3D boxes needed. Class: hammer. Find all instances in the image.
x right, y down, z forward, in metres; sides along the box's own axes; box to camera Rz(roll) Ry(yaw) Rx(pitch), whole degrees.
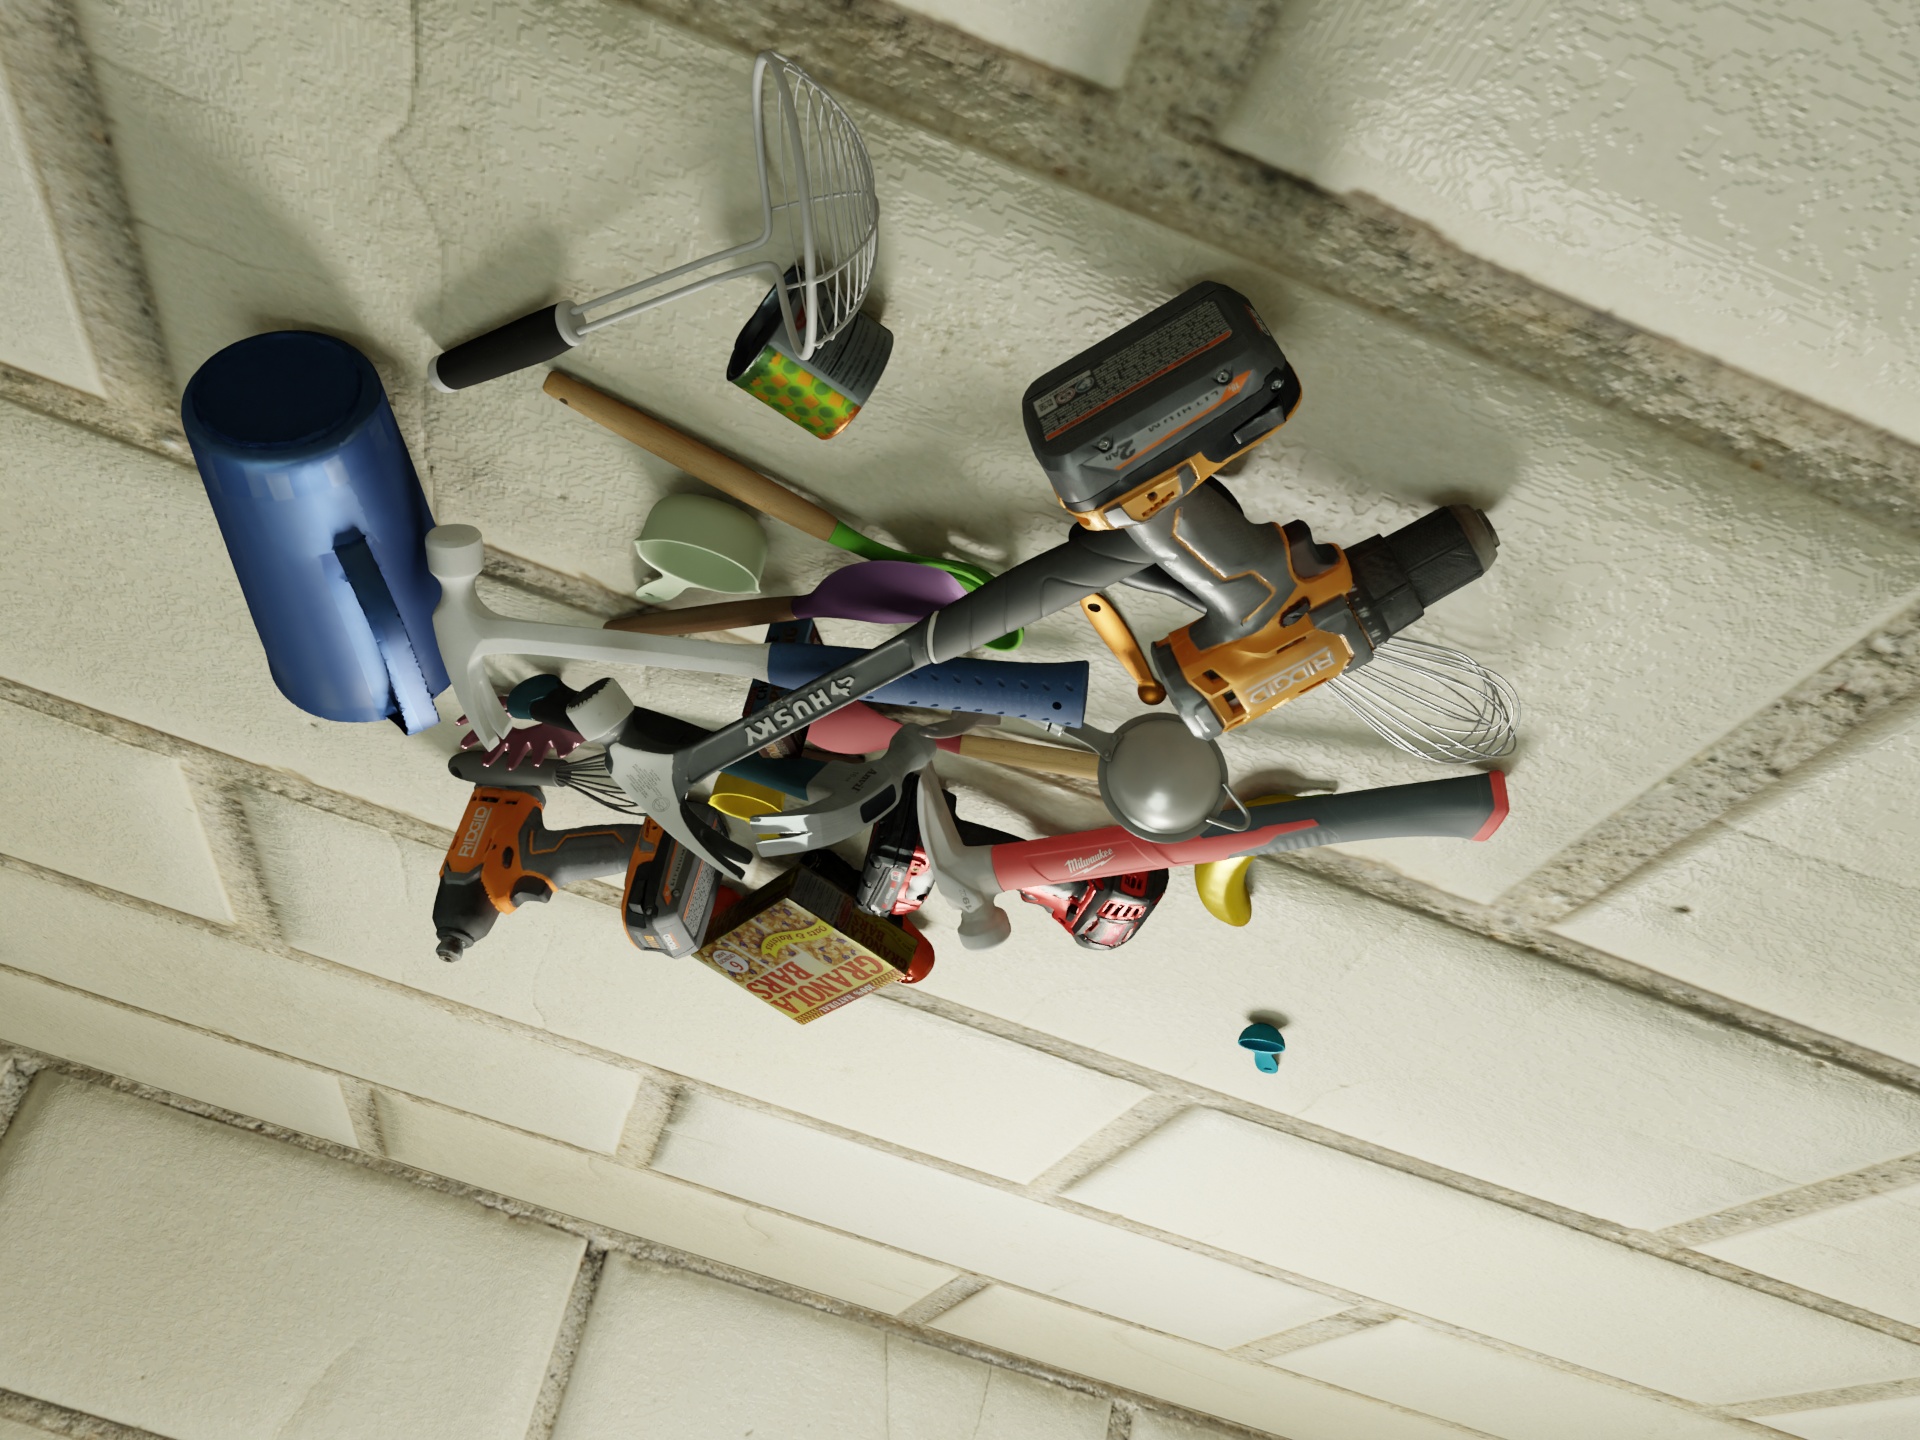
[{"bbox_3d":[0.161,0.065,1.060,0.386,0.038,0.143,-11,112,20],"label":"hammer"},{"bbox_3d":[-0.028,-0.034,0.909,0.409,0.036,0.149,-25,111,21],"label":"hammer"},{"bbox_3d":[-0.186,0.016,1.103,0.331,0.128,0.033,14,132,31],"label":"hammer"},{"bbox_3d":[-0.126,-0.031,0.969,0.405,0.035,0.144,6,119,8],"label":"hammer"}]

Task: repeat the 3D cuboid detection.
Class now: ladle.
[{"bbox_3d":[0.026,0.021,1.110,0.315,0.031,0.069,10,146,6],"label":"ladle"}]

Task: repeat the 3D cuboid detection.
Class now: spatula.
[{"bbox_3d":[-0.122,-0.071,1.006,0.316,0.018,0.059,-3,144,39],"label":"spatula"}]

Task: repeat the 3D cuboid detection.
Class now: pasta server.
[{"bbox_3d":[-0.228,0.020,1.206,0.316,0.040,0.060,7,128,10],"label":"pasta server"}]

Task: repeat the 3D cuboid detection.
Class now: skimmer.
[{"bbox_3d":[-0.174,-0.210,0.770,0.363,0.127,0.090,-6,-175,39],"label":"skimmer"}]

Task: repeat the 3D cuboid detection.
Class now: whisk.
[{"bbox_3d":[0.190,-0.047,0.901,0.284,0.070,0.070,24,148,-5],"label":"whisk"},{"bbox_3d":[-0.321,0.045,1.282,0.239,0.055,0.055,3,147,27],"label":"whisk"}]

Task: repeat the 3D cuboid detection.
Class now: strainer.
[{"bbox_3d":[0.070,0.004,1.017,0.258,0.087,0.050,26,162,8],"label":"strainer"}]

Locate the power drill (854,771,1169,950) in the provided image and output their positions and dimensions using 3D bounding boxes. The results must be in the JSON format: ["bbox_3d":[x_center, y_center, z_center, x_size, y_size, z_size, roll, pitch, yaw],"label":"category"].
[{"bbox_3d":[0.037,0.120,1.217,0.219,0.079,0.143,15,149,-4],"label":"power drill"}]

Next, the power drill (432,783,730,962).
[{"bbox_3d":[-0.319,0.132,1.305,0.226,0.164,0.084,5,147,13],"label":"power drill"}]

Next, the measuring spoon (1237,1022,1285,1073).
[{"bbox_3d":[0.278,0.299,1.451,0.042,0.021,0.128,4,156,16],"label":"measuring spoon"}]

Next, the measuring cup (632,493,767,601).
[{"bbox_3d":[-0.173,-0.104,0.999,0.083,0.038,0.167,21,166,-22],"label":"measuring cup"}]

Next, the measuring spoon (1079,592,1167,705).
[{"bbox_3d":[0.100,-0.043,0.988,0.021,0.011,0.116,-5,143,30],"label":"measuring spoon"}]

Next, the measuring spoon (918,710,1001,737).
[{"bbox_3d":[-0.002,-0.003,1.028,0.034,0.018,0.124,13,-170,15],"label":"measuring spoon"}]

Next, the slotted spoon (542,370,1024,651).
[{"bbox_3d":[-0.097,-0.125,0.932,0.313,0.031,0.070,27,156,-14],"label":"slotted spoon"}]

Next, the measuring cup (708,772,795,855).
[{"bbox_3d":[-0.156,0.075,1.283,0.062,0.029,0.156,6,159,12],"label":"measuring cup"}]

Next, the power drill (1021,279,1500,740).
[{"bbox_3d":[0.153,-0.103,0.782,0.185,0.084,0.226,-28,131,13],"label":"power drill"}]
